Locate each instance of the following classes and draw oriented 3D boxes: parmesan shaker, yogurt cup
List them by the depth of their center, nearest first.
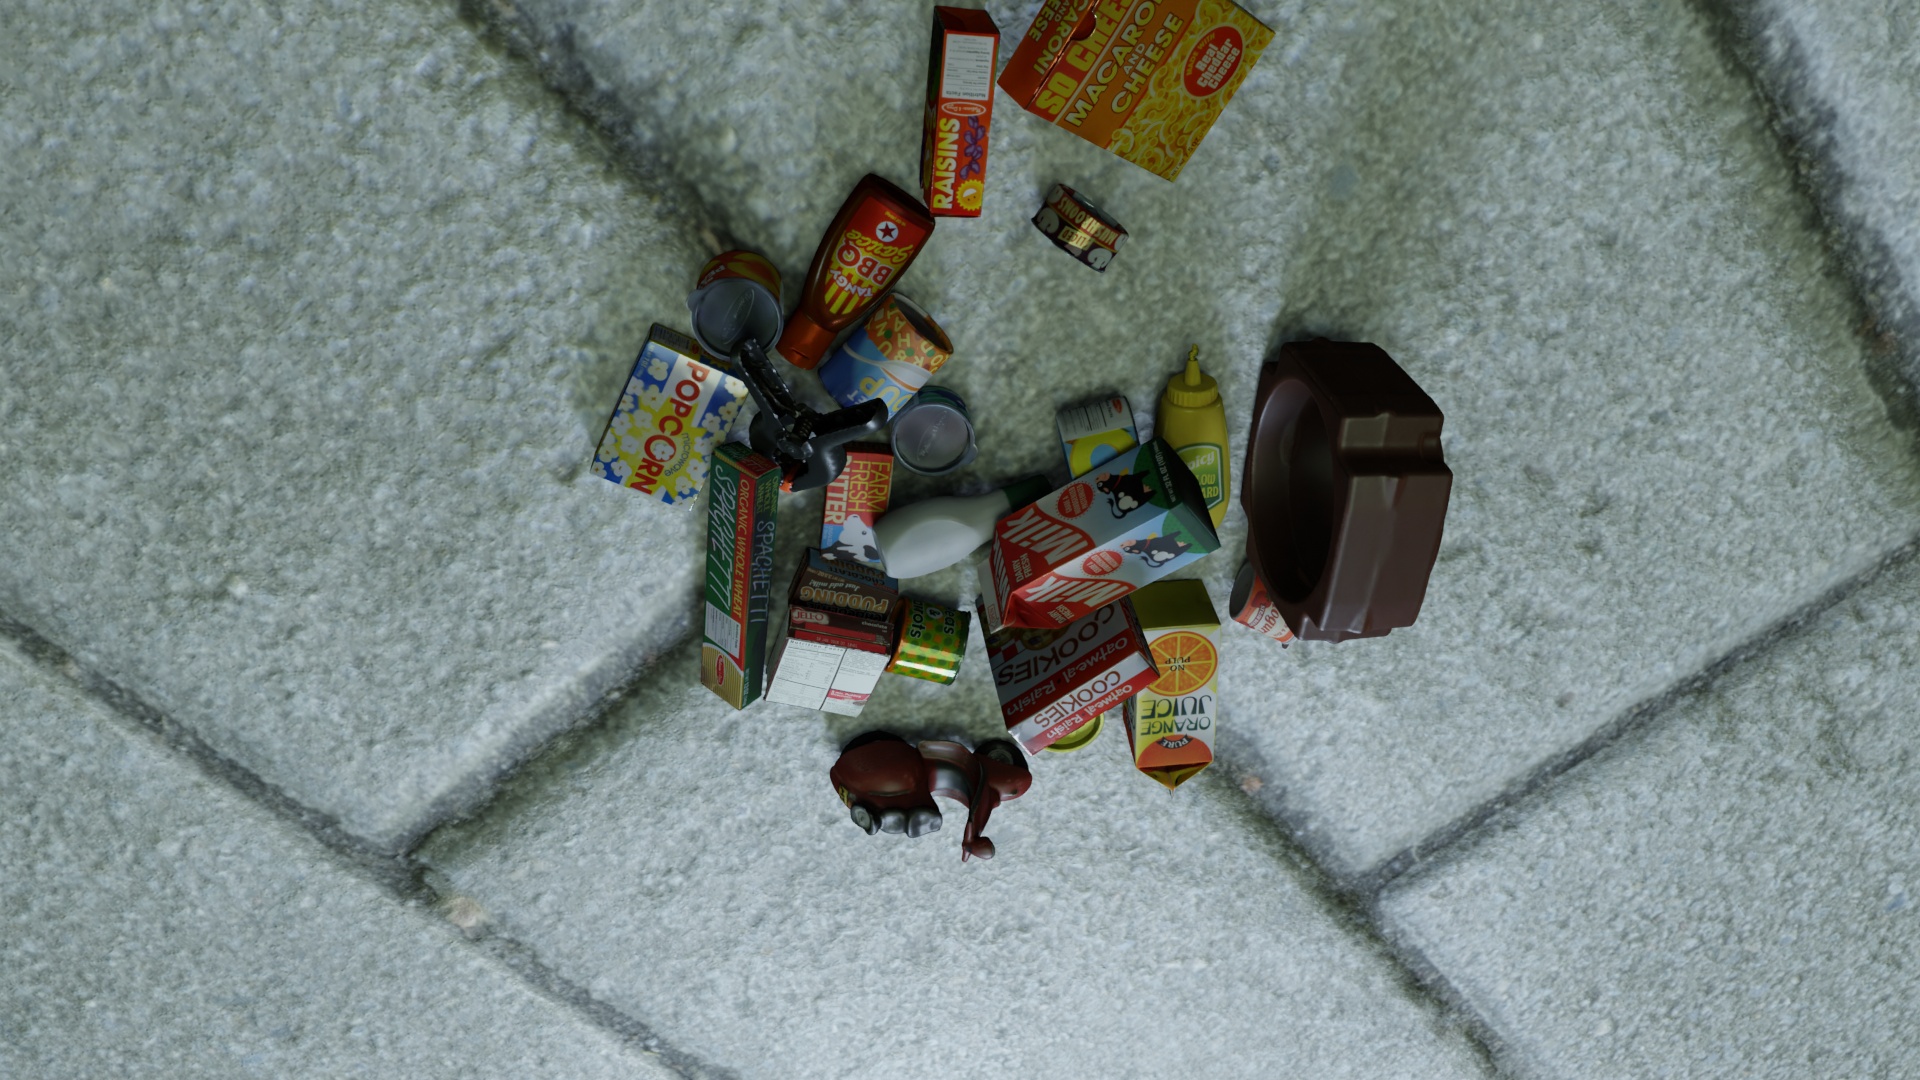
[{"bbox_3d":[0.267,0.050,1.197,0.054,0.073,0.072,17,118,-6],"label":"yogurt cup"},{"bbox_3d":[0.080,0.125,1.198,0.071,0.103,0.071,-3,121,-5],"label":"parmesan shaker"}]

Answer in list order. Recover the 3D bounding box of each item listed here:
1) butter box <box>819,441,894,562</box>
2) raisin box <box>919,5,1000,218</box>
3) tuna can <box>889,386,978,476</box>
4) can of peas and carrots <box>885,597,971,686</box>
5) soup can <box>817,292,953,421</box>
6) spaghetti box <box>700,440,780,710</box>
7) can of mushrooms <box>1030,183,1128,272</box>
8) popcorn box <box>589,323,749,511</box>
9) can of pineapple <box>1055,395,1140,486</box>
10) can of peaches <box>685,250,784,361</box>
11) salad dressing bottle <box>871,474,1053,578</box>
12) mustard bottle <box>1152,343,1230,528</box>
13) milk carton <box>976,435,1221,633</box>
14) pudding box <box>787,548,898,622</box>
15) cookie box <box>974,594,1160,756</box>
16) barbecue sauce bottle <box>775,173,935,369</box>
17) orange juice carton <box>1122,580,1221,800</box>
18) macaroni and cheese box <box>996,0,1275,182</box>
[{"bbox_3d":[-0.085,-0.032,1.132,0.053,0.024,0.103,3,121,-9],"label":"butter box"},{"bbox_3d":[-0.002,-0.293,0.949,0.040,0.086,0.122,1,121,-8],"label":"raisin box"},{"bbox_3d":[-0.021,-0.086,1.102,0.071,0.033,0.070,-3,121,-4],"label":"tuna can"},{"bbox_3d":[-0.029,0.084,1.183,0.059,0.071,0.070,14,118,-13],"label":"can of peas and carrots"},{"bbox_3d":[-0.055,-0.133,1.048,0.071,0.072,0.083,37,111,-24],"label":"soup can"},{"bbox_3d":[-0.180,0.033,1.127,0.050,0.029,0.248,31,131,25],"label":"spaghetti box"},{"bbox_3d":[0.087,-0.227,1.007,0.071,0.071,0.033,29,112,-21],"label":"can of mushrooms"},{"bbox_3d":[-0.223,-0.094,1.072,0.085,0.038,0.126,22,116,-18],"label":"popcorn box"},{"bbox_3d":[0.111,-0.075,1.103,0.058,0.071,0.070,-14,121,3],"label":"can of pineapple"},{"bbox_3d":[-0.165,-0.174,1.019,0.071,0.058,0.071,-2,121,-4],"label":"can of peaches"},{"bbox_3d":[0.004,-0.014,1.128,0.148,0.044,0.064,-18,134,-9],"label":"salad dressing bottle"},{"bbox_3d":[0.184,-0.082,1.116,0.065,0.049,0.159,-7,121,-3],"label":"mustard bottle"},{"bbox_3d":[0.097,0.005,1.085,0.190,0.073,0.073,-28,139,20],"label":"milk carton"},{"bbox_3d":[-0.100,0.045,1.173,0.084,0.030,0.049,19,118,-16],"label":"pudding box"},{"bbox_3d":[0.083,0.079,1.131,0.123,0.168,0.040,-34,124,14],"label":"cookie box"},{"bbox_3d":[-0.084,-0.193,1.025,0.065,0.044,0.148,29,114,-23],"label":"barbecue sauce bottle"},{"bbox_3d":[0.184,0.135,1.233,0.073,0.072,0.191,-5,121,-2],"label":"orange juice carton"},{"bbox_3d":[0.120,-0.322,0.926,0.167,0.040,0.123,8,125,-47],"label":"macaroni and cheese box"}]
